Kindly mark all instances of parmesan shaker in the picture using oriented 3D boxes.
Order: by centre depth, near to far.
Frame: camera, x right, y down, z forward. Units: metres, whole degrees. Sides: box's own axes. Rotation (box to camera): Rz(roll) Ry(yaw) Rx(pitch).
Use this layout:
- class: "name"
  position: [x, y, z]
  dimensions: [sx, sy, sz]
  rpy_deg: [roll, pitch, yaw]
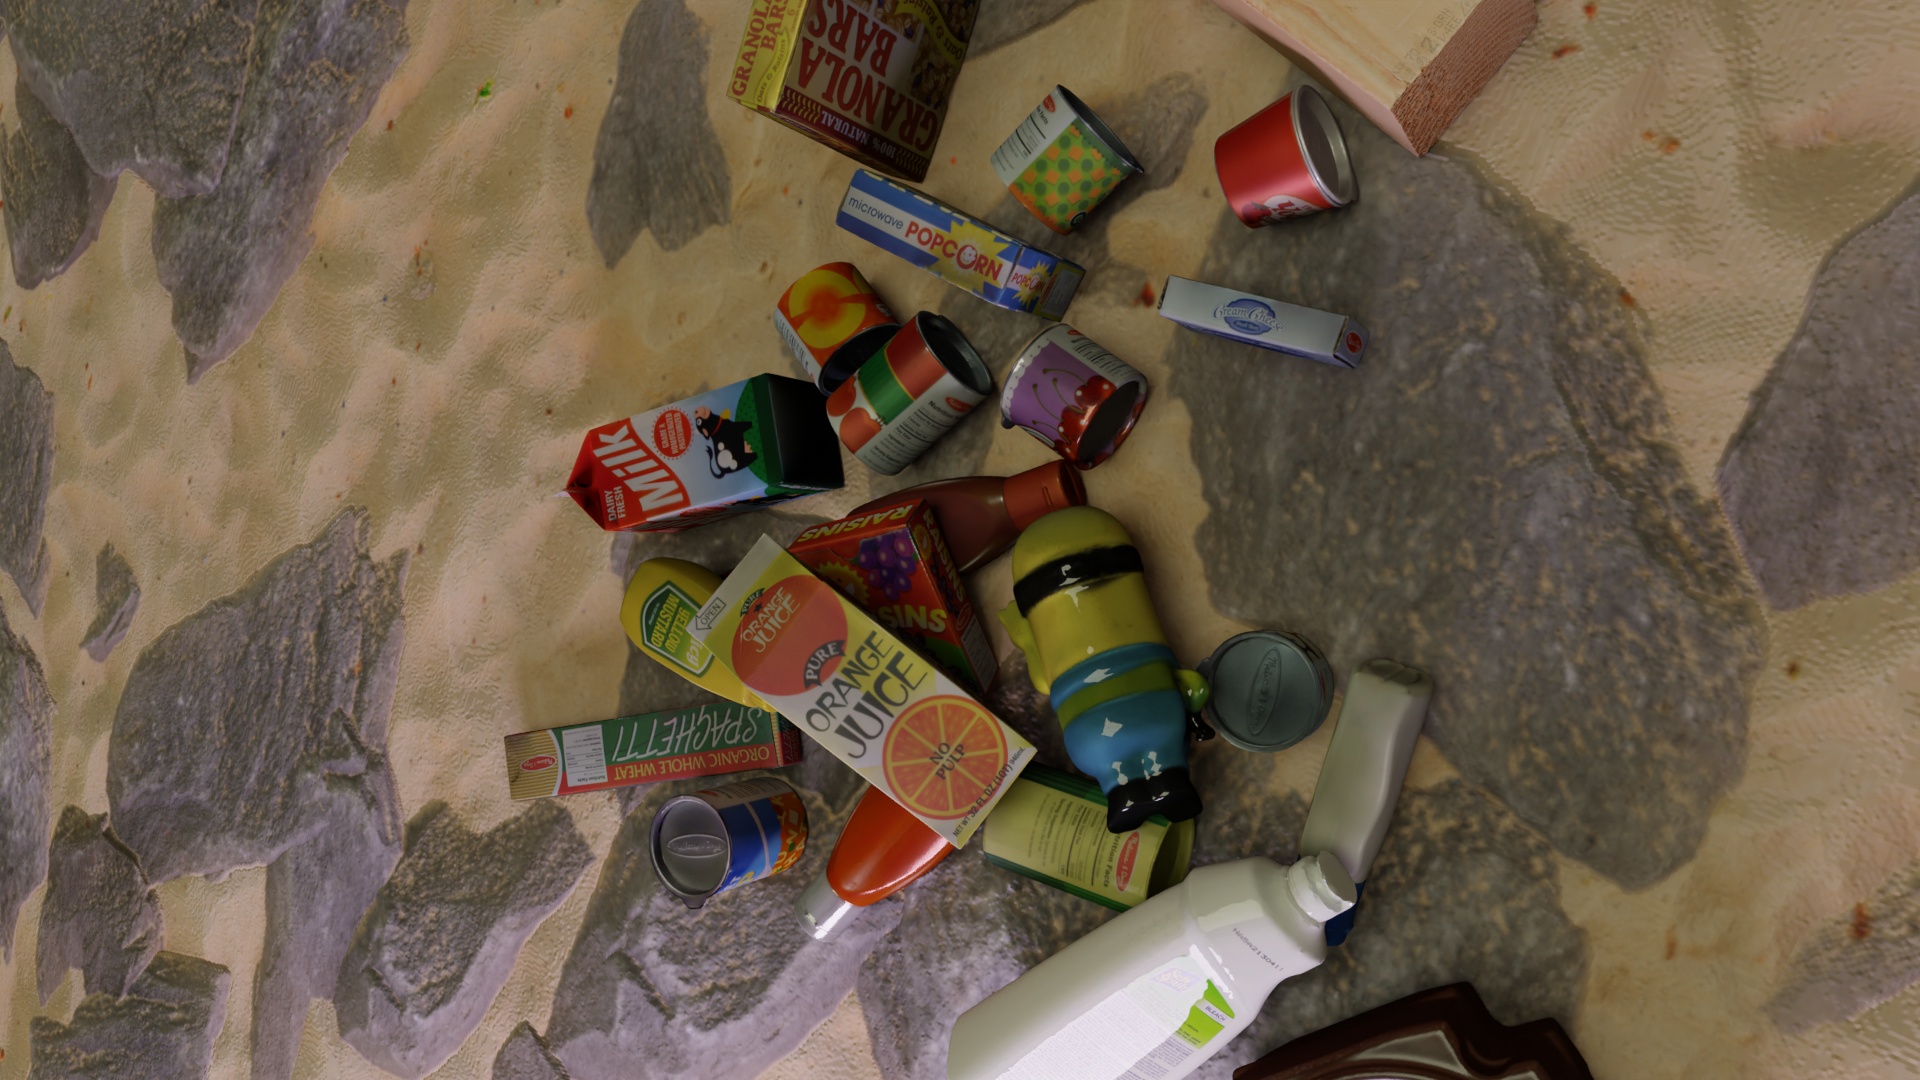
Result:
- class: "parmesan shaker"
  position: [0.074, 0.167, 0.793]
  dimensions: [0.103, 0.071, 0.071]
  rpy_deg: [14, 96, 29]

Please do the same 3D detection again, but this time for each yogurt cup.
- class: "yogurt cup"
  position: [0.173, -0.204, 0.750]
  dimensions: [0.054, 0.072, 0.072]
  rpy_deg: [-17, 81, 35]

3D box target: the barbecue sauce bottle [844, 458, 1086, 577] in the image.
- class: "barbecue sauce bottle"
  position: [0.003, -0.011, 0.847]
  dimensions: [0.148, 0.044, 0.065]
  rpy_deg: [-18, 92, 26]

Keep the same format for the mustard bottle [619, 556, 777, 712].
- class: "mustard bottle"
  position: [-0.147, 0.068, 0.888]
  dimensions: [0.160, 0.049, 0.065]
  rpy_deg: [29, 105, 26]

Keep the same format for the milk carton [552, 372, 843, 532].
- class: "milk carton"
  position: [-0.180, -0.050, 0.932]
  dimensions: [0.190, 0.072, 0.073]
  rpy_deg: [-13, 83, 28]

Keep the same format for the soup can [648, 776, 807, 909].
- class: "soup can"
  position: [-0.149, 0.194, 0.902]
  dimensions: [0.071, 0.084, 0.071]
  rpy_deg: [-1, 89, 29]

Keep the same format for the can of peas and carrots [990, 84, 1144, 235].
- class: "can of peas and carrots"
  position: [0.062, -0.219, 0.810]
  dimensions: [0.058, 0.071, 0.071]
  rpy_deg: [-43, 70, 22]

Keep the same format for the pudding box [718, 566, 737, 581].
- class: "pudding box"
  position: [-0.158, 0.051, 0.941]
  dimensions: [0.083, 0.030, 0.050]
  rpy_deg: [-26, 78, 26]

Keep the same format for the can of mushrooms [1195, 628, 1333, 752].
- class: "can of mushrooms"
  position: [0.167, 0.081, 0.762]
  dimensions: [0.071, 0.033, 0.071]
  rpy_deg: [0, 89, 28]

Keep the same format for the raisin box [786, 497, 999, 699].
- class: "raisin box"
  position: [-0.040, 0.043, 0.839]
  dimensions: [0.086, 0.040, 0.123]
  rpy_deg: [-13, 112, 25]

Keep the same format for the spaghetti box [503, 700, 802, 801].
- class: "spaghetti box"
  position: [-0.219, 0.146, 0.973]
  dimensions: [0.249, 0.029, 0.050]
  rpy_deg: [-12, 83, 28]

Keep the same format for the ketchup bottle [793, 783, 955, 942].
- class: "ketchup bottle"
  position: [-0.048, 0.192, 0.870]
  dimensions: [0.065, 0.043, 0.148]
  rpy_deg: [46, 109, 14]

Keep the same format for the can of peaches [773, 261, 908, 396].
- class: "can of peaches"
  position: [-0.075, -0.135, 0.882]
  dimensions: [0.071, 0.071, 0.058]
  rpy_deg: [-44, 69, 21]

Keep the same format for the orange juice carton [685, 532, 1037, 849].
- class: "orange juice carton"
  position: [-0.057, 0.081, 0.782]
  dimensions: [0.192, 0.073, 0.072]
  rpy_deg: [38, 87, -5]

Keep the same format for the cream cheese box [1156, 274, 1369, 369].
- class: "cream cheese box"
  position: [0.165, -0.118, 0.757]
  dimensions: [0.104, 0.053, 0.024]
  rpy_deg: [19, 96, 28]

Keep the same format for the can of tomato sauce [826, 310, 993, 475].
- class: "can of tomato sauce"
  position: [-0.032, -0.091, 0.857]
  dimensions: [0.083, 0.071, 0.071]
  rpy_deg: [-40, 71, 23]

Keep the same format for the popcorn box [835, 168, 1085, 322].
- class: "popcorn box"
  position: [0.000, -0.176, 0.830]
  dimensions: [0.127, 0.085, 0.038]
  rpy_deg: [31, 105, 25]

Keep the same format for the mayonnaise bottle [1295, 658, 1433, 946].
- class: "mayonnaise bottle"
  position: [0.205, 0.137, 0.725]
  dimensions: [0.041, 0.065, 0.147]
  rpy_deg: [20, 102, 26]

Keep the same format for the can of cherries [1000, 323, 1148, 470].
- class: "can of cherries"
  position: [0.065, -0.080, 0.804]
  dimensions: [0.058, 0.071, 0.071]
  rpy_deg: [37, 106, 23]

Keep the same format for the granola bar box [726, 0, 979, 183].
- class: "granola bar box"
  position: [-0.057, -0.293, 0.819]
  dimensions: [0.039, 0.166, 0.124]
  rpy_deg: [23, 100, 26]
